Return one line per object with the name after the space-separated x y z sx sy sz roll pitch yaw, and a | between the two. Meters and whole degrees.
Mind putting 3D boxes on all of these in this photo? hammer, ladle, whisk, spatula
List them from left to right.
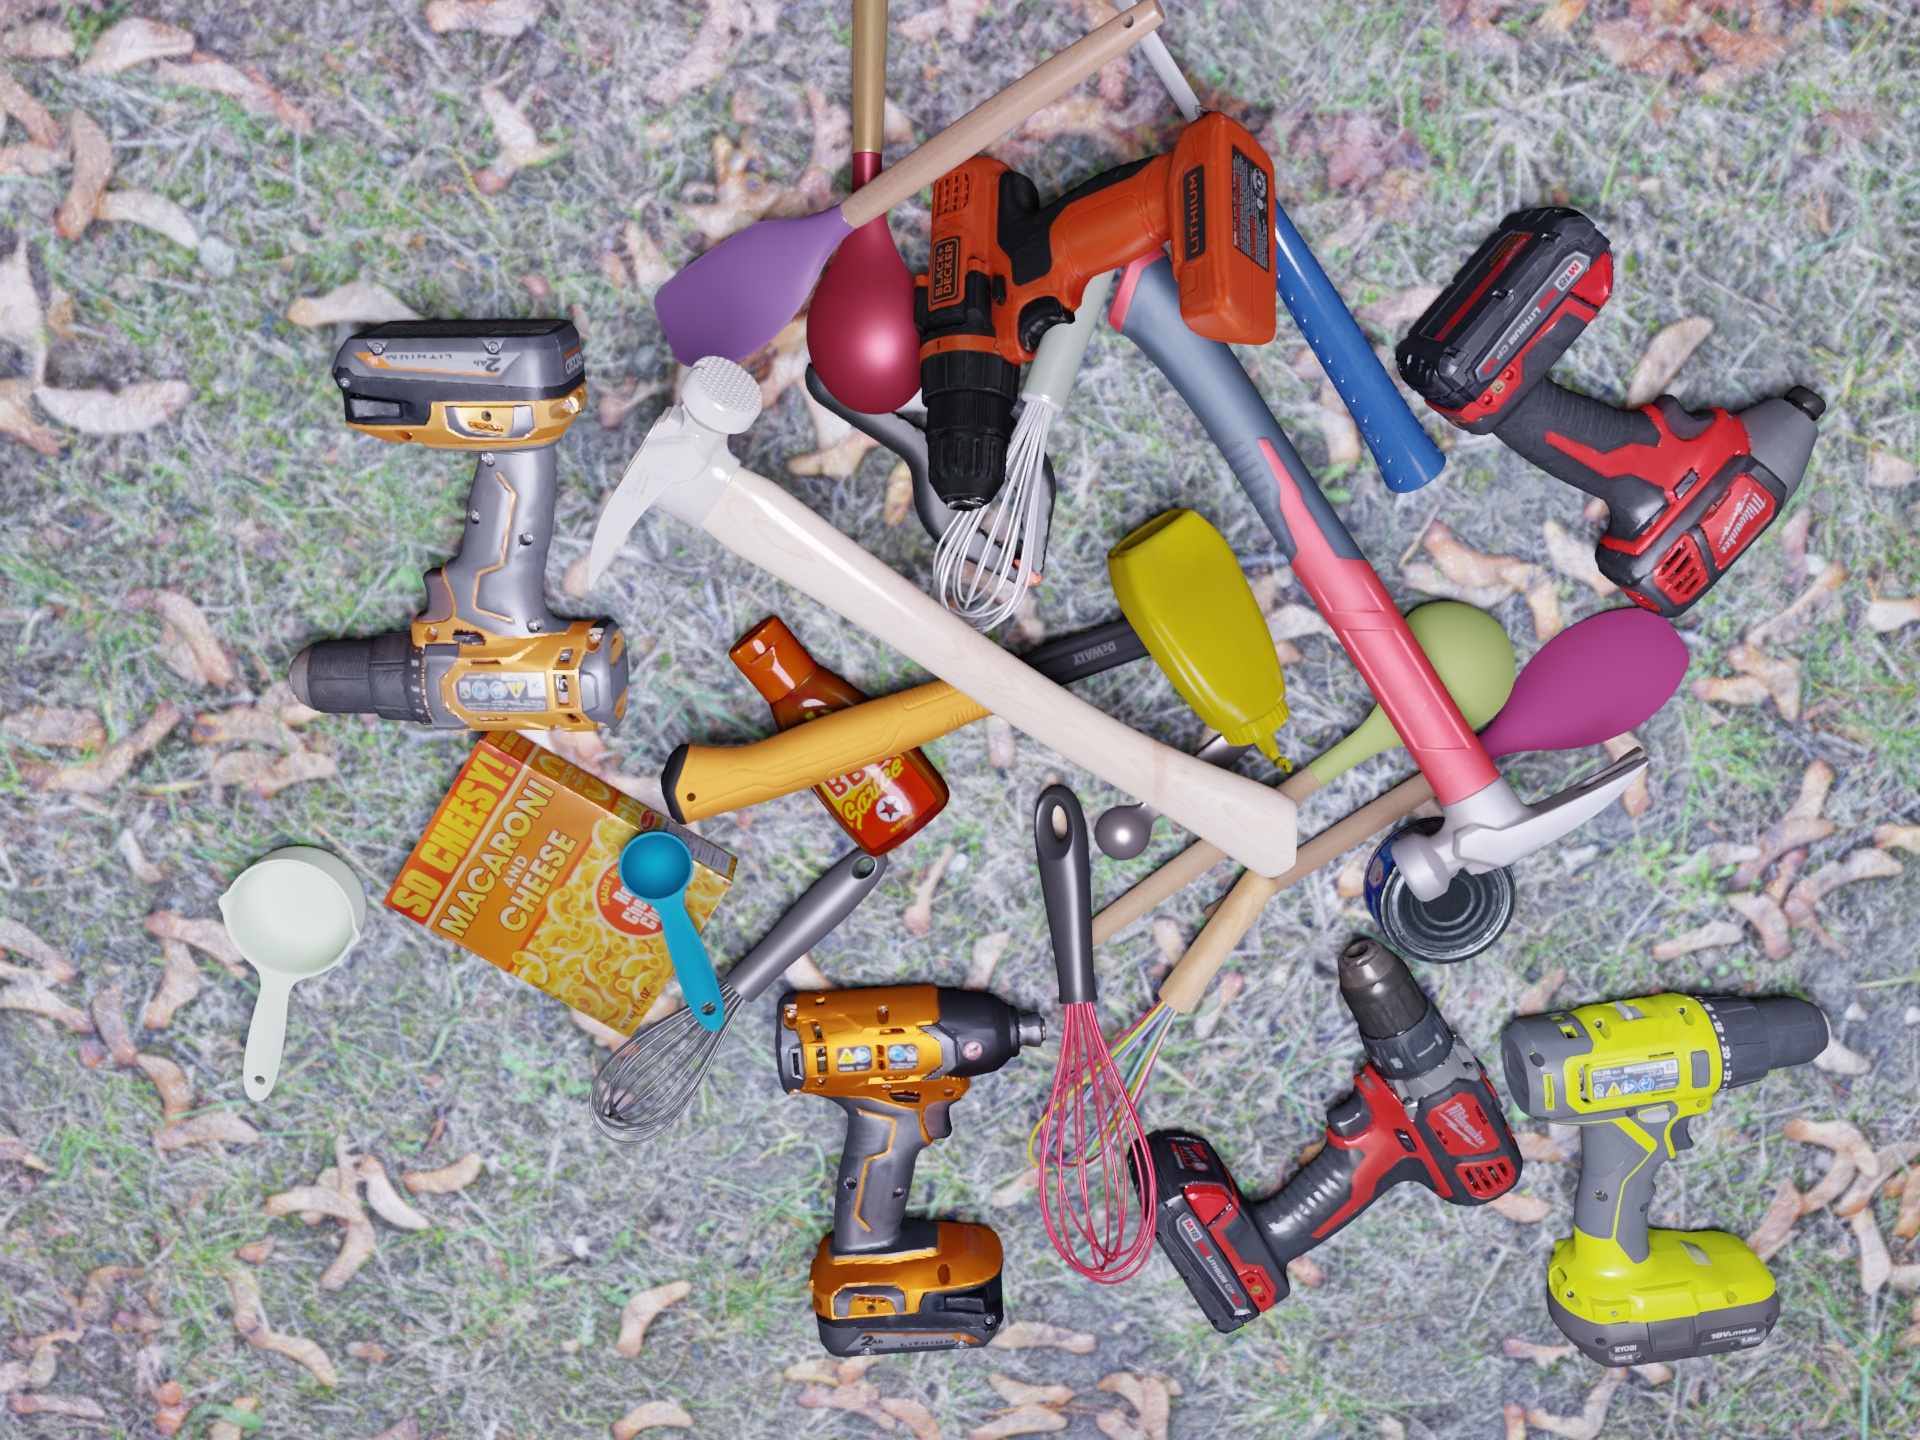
-0.130 0.163 0.956 0.239 0.055 0.055 -45 103 0 | whisk
-0.046 -0.318 0.817 0.069 0.031 0.315 2 100 7 | ladle
-0.035 -0.262 0.790 0.316 0.018 0.060 -24 90 30 | spatula
-0.001 -0.003 0.892 0.337 0.034 0.127 -18 104 -8 | hammer
0.005 -0.022 0.833 0.410 0.038 0.146 32 130 -16 | hammer
0.040 -0.161 0.842 0.057 0.059 0.246 18 94 -51 | whisk
0.071 0.186 0.943 0.073 0.073 0.296 -6 88 0 | whisk
0.116 0.189 0.976 0.047 0.051 0.245 32 107 -3 | whisk
0.137 -0.282 0.807 0.035 0.144 0.405 -40 111 -1 | hammer
0.189 0.044 0.948 0.320 0.062 0.078 -38 102 17 | ladle
0.212 -0.095 0.860 0.143 0.038 0.386 -32 94 18 | hammer

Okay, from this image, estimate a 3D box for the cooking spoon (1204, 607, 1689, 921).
0.282 0.036 0.946 0.319 0.017 0.069 -34 77 12 | cooking spoon

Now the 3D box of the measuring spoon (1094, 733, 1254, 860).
0.132 0.042 0.951 0.124 0.018 0.034 -40 107 10 | measuring spoon

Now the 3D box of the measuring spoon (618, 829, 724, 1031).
-0.163 0.121 0.923 0.042 0.021 0.128 -18 106 -6 | measuring spoon

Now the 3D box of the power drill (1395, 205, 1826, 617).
0.360 -0.171 0.864 0.219 0.079 0.143 37 103 -14 | power drill

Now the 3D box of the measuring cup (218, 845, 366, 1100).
-0.407 0.152 0.963 0.083 0.038 0.167 16 108 -6 | measuring cup

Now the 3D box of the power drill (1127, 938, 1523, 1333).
0.218 0.256 0.992 0.226 0.080 0.187 -30 106 5 | power drill

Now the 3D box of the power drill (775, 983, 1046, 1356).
-0.024 0.272 0.988 0.164 0.084 0.226 -4 103 0 | power drill

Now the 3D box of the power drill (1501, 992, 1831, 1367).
0.450 0.280 1.004 0.190 0.080 0.228 -9 105 2 | power drill

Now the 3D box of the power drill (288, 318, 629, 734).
-0.283 -0.099 0.869 0.185 0.084 0.226 -1 112 0 | power drill
